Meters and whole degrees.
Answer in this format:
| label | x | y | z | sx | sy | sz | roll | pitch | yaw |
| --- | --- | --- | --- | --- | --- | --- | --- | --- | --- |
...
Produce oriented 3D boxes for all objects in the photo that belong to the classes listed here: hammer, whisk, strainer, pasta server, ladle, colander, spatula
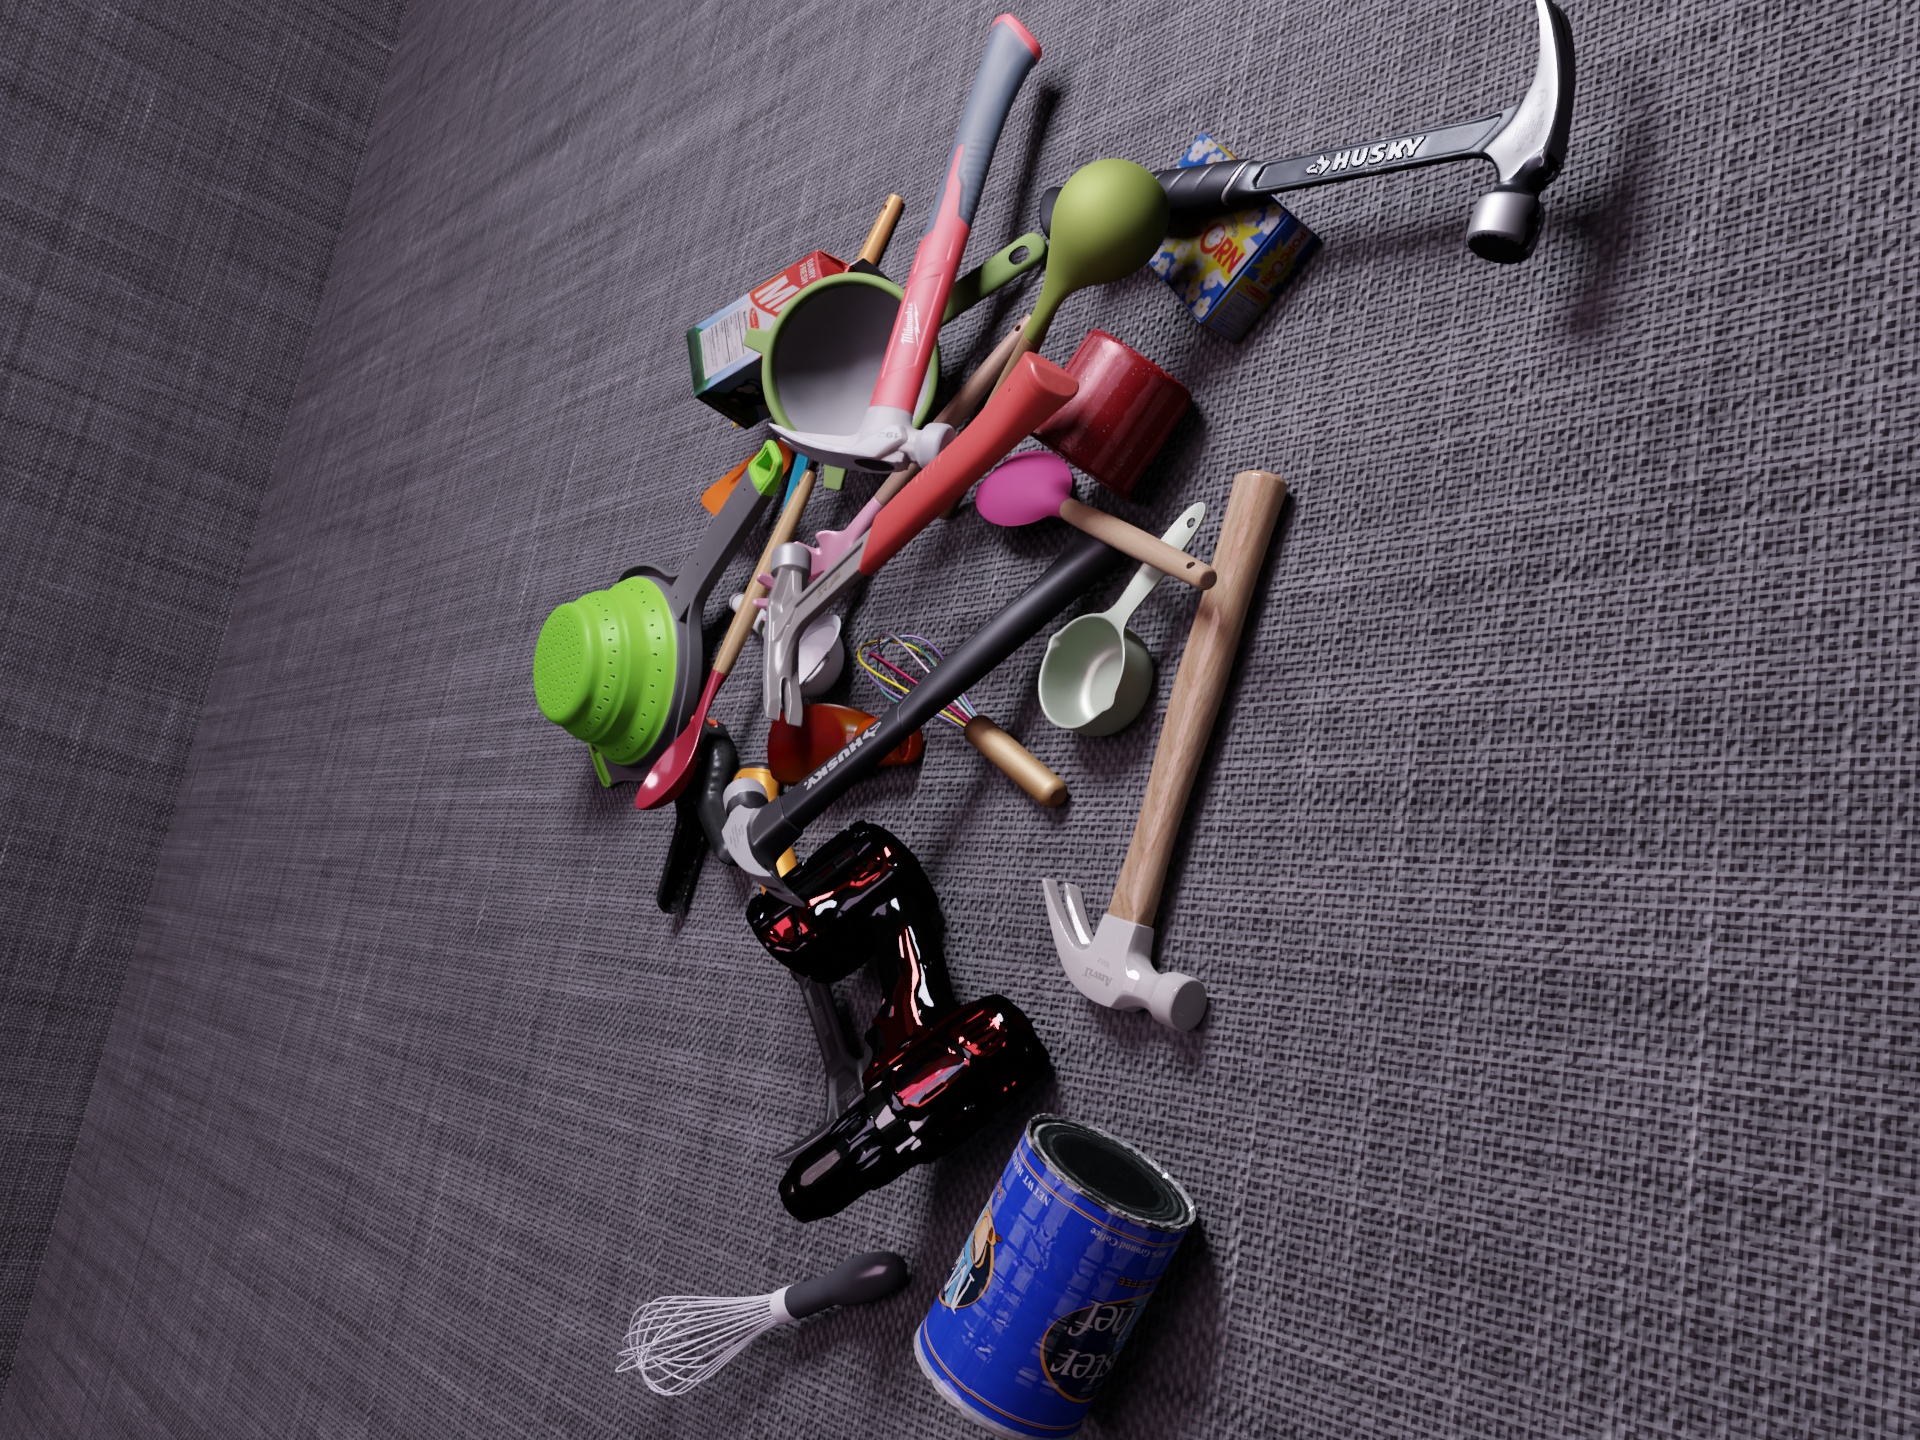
| label | x | y | z | sx | sy | sz | roll | pitch | yaw |
| --- | --- | --- | --- | --- | --- | --- | --- | --- | --- |
| hammer | -0.127 | 0.164 | 1.198 | 0.127 | 0.034 | 0.337 | -47 | 43 | 25 |
| whisk | -0.138 | 0.408 | 1.092 | 0.284 | 0.070 | 0.070 | -31 | 52 | 33 |
| hammer | 0.188 | -0.337 | 0.974 | 0.409 | 0.036 | 0.149 | 13 | 83 | 52 |
| strainer | -0.148 | -0.068 | 1.322 | 0.087 | 0.050 | 0.259 | -49 | 33 | -1 |
| hammer | -0.026 | -0.008 | 1.070 | 0.335 | 0.035 | 0.146 | -40 | 30 | 8 |
| pasta server | -0.050 | -0.193 | 1.241 | 0.316 | 0.040 | 0.060 | -48 | 52 | 18 |
| hammer | 0.133 | 0.010 | 0.953 | 0.130 | 0.031 | 0.331 | 11 | 83 | 52 |
| strainer | -0.036 | -0.306 | 1.271 | 0.256 | 0.069 | 0.151 | -30 | 88 | 16 |
| ladle | -0.190 | -0.064 | 1.325 | 0.315 | 0.031 | 0.069 | -65 | 27 | 2 |
| whisk | -0.004 | -0.003 | 1.116 | 0.245 | 0.047 | 0.051 | 41 | 105 | 47 |
| colander | -0.283 | -0.100 | 1.410 | 0.397 | 0.094 | 0.205 | -50 | 50 | 34 |
| ladle | 0.051 | -0.249 | 1.103 | 0.078 | 0.062 | 0.320 | 57 | 144 | 20 |
| hammer | -0.041 | -0.130 | 1.093 | 0.359 | 0.036 | 0.149 | -35 | 48 | 47 |
| hammer | -0.026 | -0.368 | 1.212 | 0.143 | 0.038 | 0.386 | 10 | 75 | 22 |
| spatula | -0.134 | -0.321 | 1.415 | 0.081 | 0.041 | 0.322 | 35 | 101 | 50 |

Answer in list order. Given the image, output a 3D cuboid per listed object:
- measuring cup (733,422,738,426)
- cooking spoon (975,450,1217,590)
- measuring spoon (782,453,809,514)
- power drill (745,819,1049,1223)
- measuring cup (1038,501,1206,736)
| label | x | y | z | sx | sy | sz | roll | pitch | yaw |
| --- | --- | --- | --- | --- | --- | --- | --- | --- | --- |
| measuring cup | -0.165 | -0.331 | 1.452 | 0.062 | 0.029 | 0.156 | 11 | 75 | 56 |
| cooking spoon | 0.082 | -0.133 | 1.041 | 0.069 | 0.017 | 0.319 | -42 | 30 | -3 |
| measuring spoon | -0.131 | -0.226 | 1.395 | 0.042 | 0.021 | 0.128 | 30 | 107 | 51 |
| power drill | -0.063 | 0.196 | 1.033 | 0.188 | 0.080 | 0.227 | -38 | 46 | 4 |
| measuring cup | 0.114 | -0.062 | 1.004 | 0.167 | 0.038 | 0.083 | -55 | 40 | 15 |
